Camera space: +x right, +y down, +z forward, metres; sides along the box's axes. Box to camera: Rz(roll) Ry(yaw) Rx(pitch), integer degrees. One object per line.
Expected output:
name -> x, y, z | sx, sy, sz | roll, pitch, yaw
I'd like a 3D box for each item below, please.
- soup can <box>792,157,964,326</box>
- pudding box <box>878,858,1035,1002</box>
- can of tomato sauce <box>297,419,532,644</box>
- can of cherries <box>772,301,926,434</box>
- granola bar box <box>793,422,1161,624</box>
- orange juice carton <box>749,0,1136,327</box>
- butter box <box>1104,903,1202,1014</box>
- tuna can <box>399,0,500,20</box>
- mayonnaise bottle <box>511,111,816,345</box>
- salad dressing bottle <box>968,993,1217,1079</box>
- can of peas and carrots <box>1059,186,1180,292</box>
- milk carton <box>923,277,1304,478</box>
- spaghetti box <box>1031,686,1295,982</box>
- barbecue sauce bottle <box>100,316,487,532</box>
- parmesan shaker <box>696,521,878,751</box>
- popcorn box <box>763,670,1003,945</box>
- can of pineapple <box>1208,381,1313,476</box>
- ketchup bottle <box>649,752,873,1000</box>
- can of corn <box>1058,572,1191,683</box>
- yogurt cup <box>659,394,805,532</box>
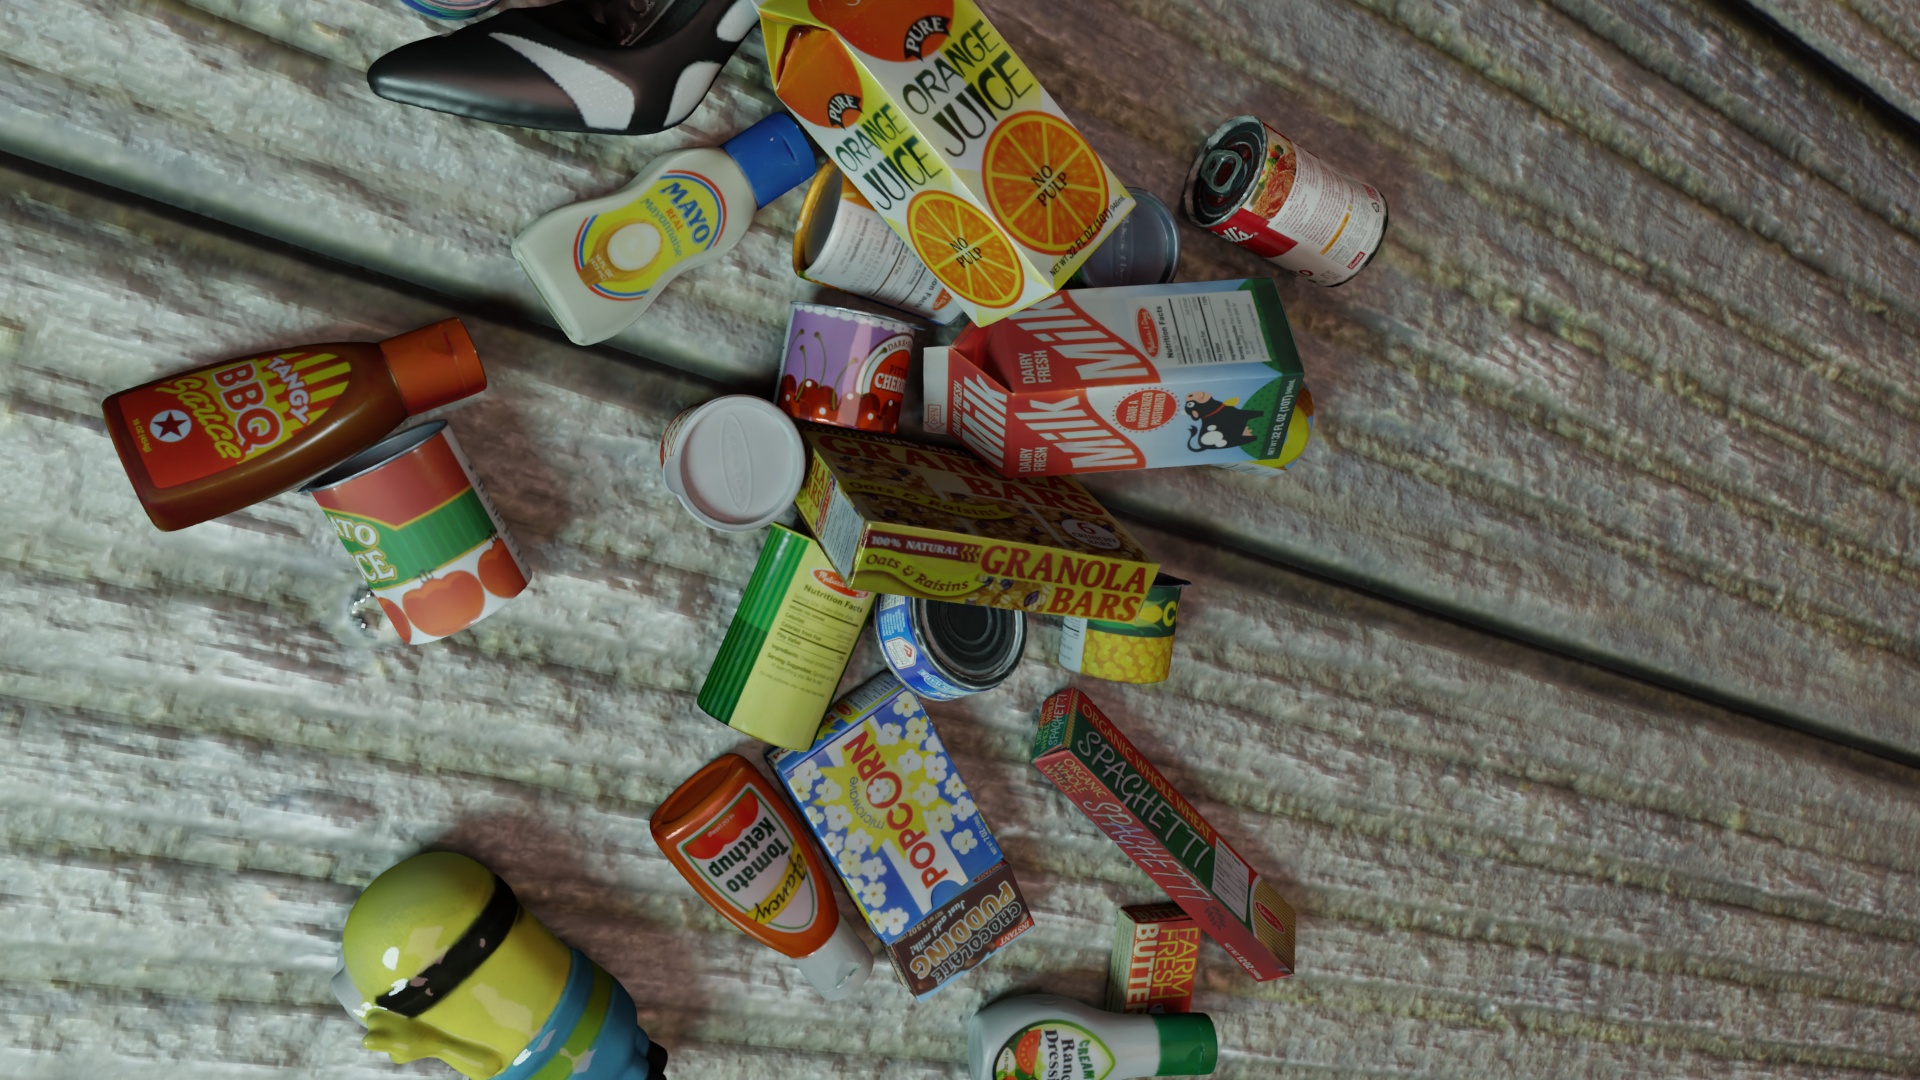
soup can -> -0.036, -0.156, 0.717 | 0.084, 0.071, 0.071 | 15, 92, -27
pudding box -> -0.004, 0.225, 0.813 | 0.084, 0.030, 0.049 | -28, 110, -19
can of tomato sauce -> -0.247, -0.003, 0.636 | 0.071, 0.071, 0.083 | -31, 111, -18
can of cherries -> -0.057, -0.088, 0.713 | 0.071, 0.071, 0.058 | 9, 95, -27
granola bar box -> 0.003, -0.009, 0.723 | 0.166, 0.124, 0.039 | 8, 113, -27
orange juice carton -> -0.015, -0.200, 0.651 | 0.192, 0.073, 0.072 | 47, 65, -15
butter box -> 0.121, 0.286, 0.888 | 0.053, 0.024, 0.103 | 4, 96, -26
tuna can -> -0.232, -0.269, 0.618 | 0.071, 0.033, 0.071 | -5, 100, -26
mayonnaise bottle -> -0.140, -0.158, 0.677 | 0.148, 0.041, 0.064 | -37, 111, -16
salad dressing bottle -> 0.081, 0.307, 0.841 | 0.148, 0.044, 0.064 | 2, 97, -12
can of peas and carrots -> 0.077, -0.161, 0.773 | 0.071, 0.059, 0.070 | -4, 100, -25
milk carton -> 0.075, -0.085, 0.739 | 0.191, 0.074, 0.072 | -4, 145, -4
spaghetti box -> 0.131, 0.186, 0.860 | 0.249, 0.028, 0.050 | 46, 36, -25
barbecue sauce bottle -> -0.288, -0.058, 0.614 | 0.149, 0.043, 0.065 | -24, 71, -23
parmesan shaker -> -0.090, 0.049, 0.722 | 0.071, 0.071, 0.103 | 25, 88, -27
popcorn box -> -0.042, 0.148, 0.777 | 0.085, 0.038, 0.126 | -34, 111, -19
can of pineapple -> 0.168, -0.076, 0.827 | 0.058, 0.071, 0.071 | 9, 94, -28
ketchup bottle -> -0.101, 0.187, 0.752 | 0.065, 0.043, 0.148 | -40, 114, -15
can of corn -> 0.096, 0.048, 0.811 | 0.071, 0.071, 0.058 | 4, 98, -27
yogurt cup -> -0.118, -0.041, 0.700 | 0.072, 0.054, 0.072 | -5, 101, -25
